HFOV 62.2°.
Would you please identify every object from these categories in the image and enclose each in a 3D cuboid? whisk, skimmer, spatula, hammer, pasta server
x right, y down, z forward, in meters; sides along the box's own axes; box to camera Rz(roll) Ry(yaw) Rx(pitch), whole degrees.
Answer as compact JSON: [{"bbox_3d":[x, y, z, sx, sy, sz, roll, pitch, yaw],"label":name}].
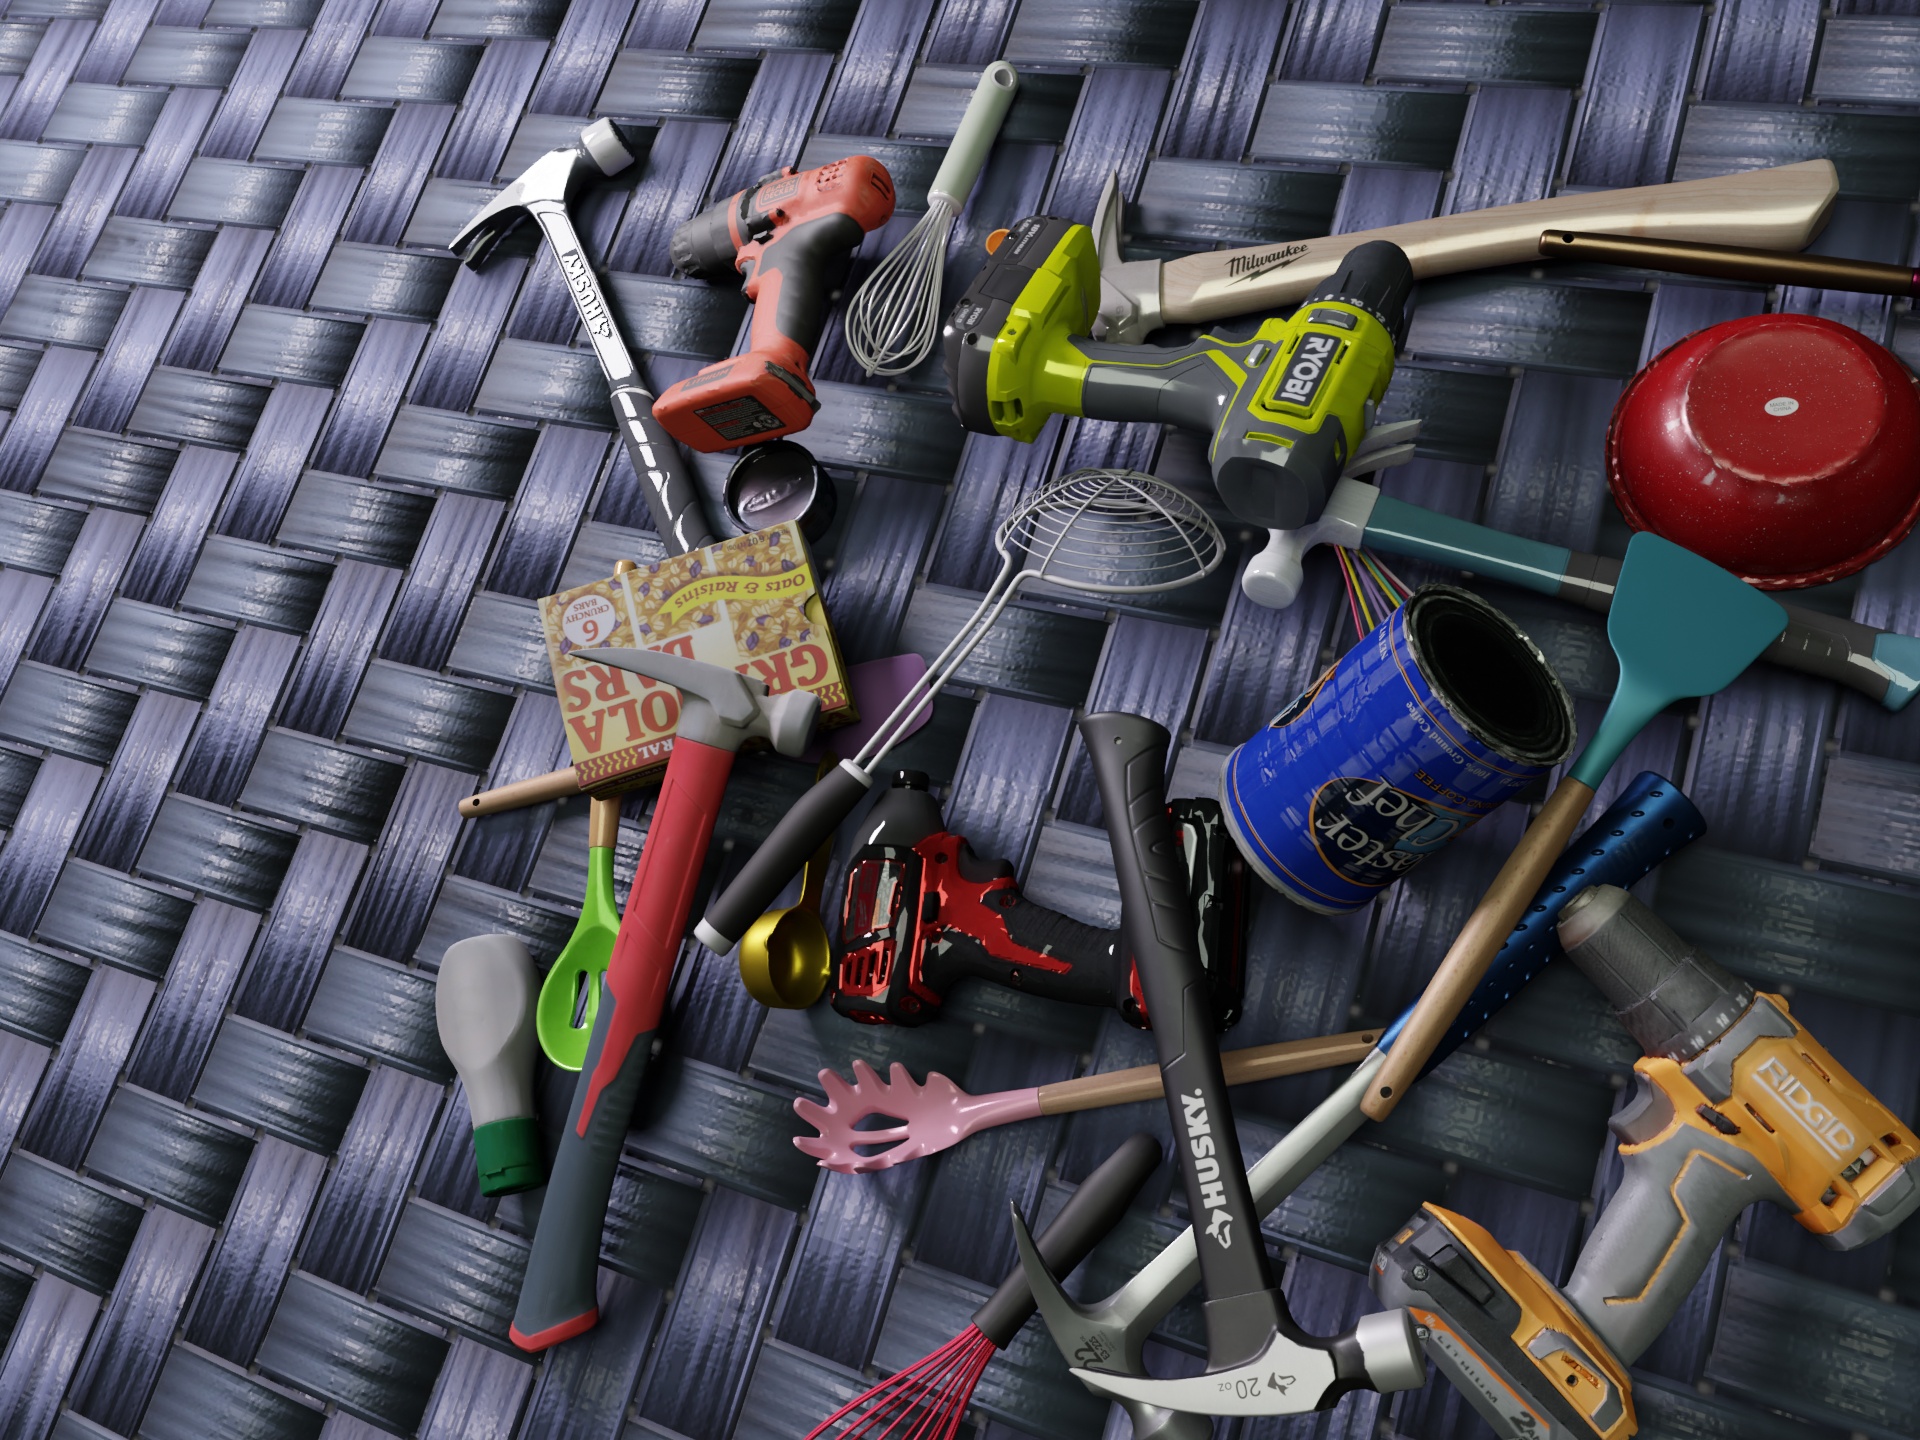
[{"bbox_3d":[0.222,-0.084,0.877,0.047,0.051,0.245,-15,62,-10],"label":"whisk"},{"bbox_3d":[0.001,0.322,0.795,0.073,0.073,0.296,39,82,26],"label":"whisk"},{"bbox_3d":[-0.001,-0.003,0.881,0.363,0.090,0.127,-50,45,-5],"label":"skimmer"},{"bbox_3d":[-0.167,0.021,0.977,0.316,0.018,0.060,-14,71,13],"label":"spatula"},{"bbox_3d":[0.277,-0.284,0.926,0.410,0.038,0.146,-4,69,17],"label":"hammer"},{"bbox_3d":[-0.197,0.153,0.885,0.143,0.038,0.386,16,88,3],"label":"hammer"},{"bbox_3d":[0.067,0.191,0.829,0.316,0.040,0.060,-13,51,13],"label":"pasta server"},{"bbox_3d":[0.280,0.054,0.756,0.082,0.044,0.317,33,89,12],"label":"spatula"},{"bbox_3d":[0.322,-0.070,0.814,0.331,0.033,0.128,19,62,15],"label":"hammer"},{"bbox_3d":[0.199,0.171,0.774,0.405,0.035,0.144,-42,87,-3],"label":"hammer"},{"bbox_3d":[-0.013,-0.329,1.037,0.057,0.059,0.246,26,74,-13],"label":"whisk"},{"bbox_3d":[0.099,0.147,0.742,0.146,0.035,0.335,-18,63,16],"label":"hammer"},{"bbox_3d":[-0.234,-0.231,1.079,0.149,0.036,0.409,-29,65,8],"label":"hammer"}]

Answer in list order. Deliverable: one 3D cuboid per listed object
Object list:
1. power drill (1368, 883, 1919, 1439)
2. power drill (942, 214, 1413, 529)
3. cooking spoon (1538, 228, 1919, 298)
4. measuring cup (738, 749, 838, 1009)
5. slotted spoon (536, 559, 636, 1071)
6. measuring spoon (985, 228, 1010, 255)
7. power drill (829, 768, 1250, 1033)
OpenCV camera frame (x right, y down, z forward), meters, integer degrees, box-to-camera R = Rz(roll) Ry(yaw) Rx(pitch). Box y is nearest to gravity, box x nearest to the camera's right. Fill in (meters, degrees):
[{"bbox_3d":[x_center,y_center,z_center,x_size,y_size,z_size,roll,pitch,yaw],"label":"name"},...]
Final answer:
[{"bbox_3d":[0.287,0.202,0.716,0.226,0.084,0.185,-42,77,-2],"label":"power drill"},{"bbox_3d":[0.124,-0.208,0.875,0.228,0.080,0.191,17,59,23],"label":"power drill"},{"bbox_3d":[0.469,-0.233,0.834,0.319,0.017,0.069,11,80,13],"label":"cooking spoon"},{"bbox_3d":[-0.094,0.090,0.915,0.029,0.062,0.157,-9,60,31],"label":"measuring cup"},{"bbox_3d":[-0.212,0.052,0.959,0.070,0.031,0.314,-3,75,15],"label":"slotted spoon"},{"bbox_3d":[0.029,-0.261,1.017,0.021,0.011,0.117,-8,73,16],"label":"measuring spoon"},{"bbox_3d":[0.039,0.096,0.853,0.220,0.078,0.143,-1,70,21],"label":"power drill"}]
